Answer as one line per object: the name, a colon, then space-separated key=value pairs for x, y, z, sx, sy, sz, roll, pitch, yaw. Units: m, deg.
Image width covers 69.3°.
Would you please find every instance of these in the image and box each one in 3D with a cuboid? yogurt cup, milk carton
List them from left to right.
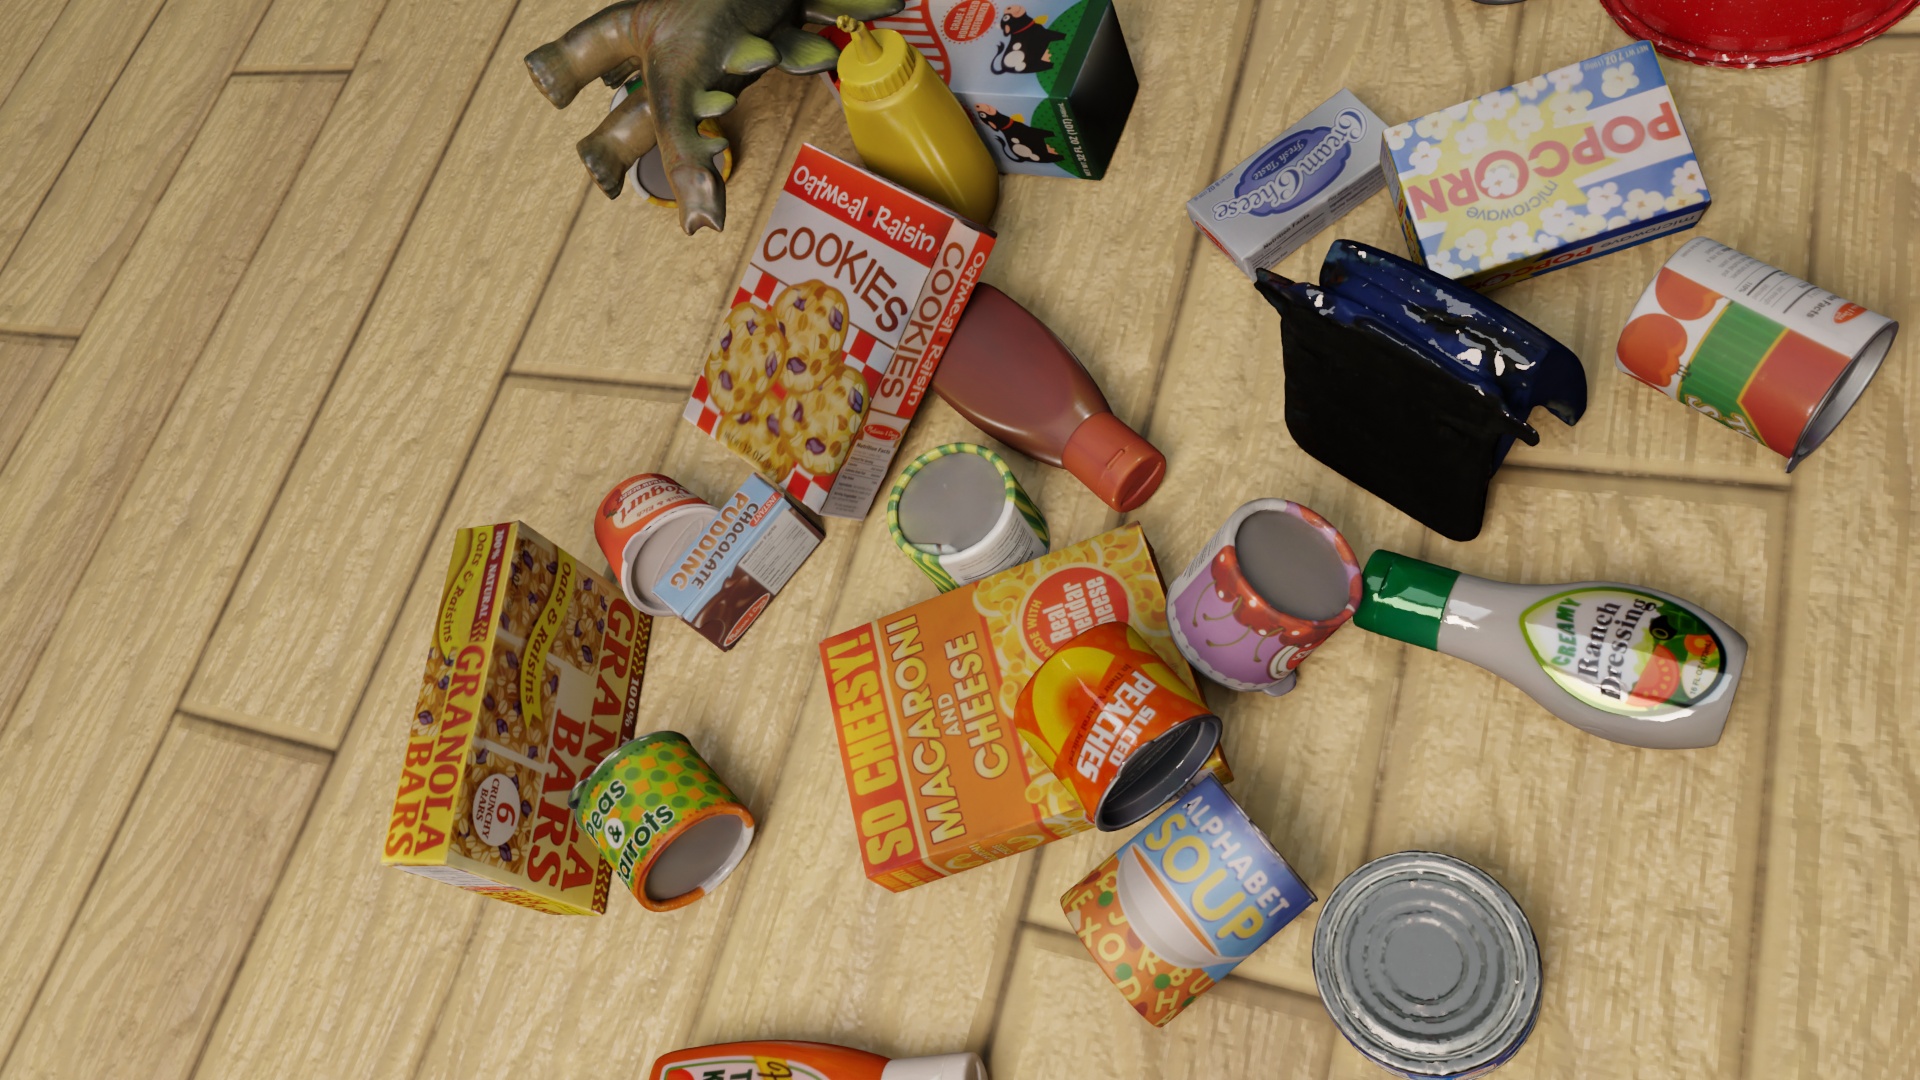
yogurt cup: x=-0.161 y=-0.001 z=0.748 sx=0.072 sy=0.072 sz=0.054 roll=-47 pitch=50 yaw=-5
milk carton: x=-0.003 y=-0.266 z=0.808 sx=0.190 sy=0.072 sz=0.073 roll=12 pitch=70 yaw=27

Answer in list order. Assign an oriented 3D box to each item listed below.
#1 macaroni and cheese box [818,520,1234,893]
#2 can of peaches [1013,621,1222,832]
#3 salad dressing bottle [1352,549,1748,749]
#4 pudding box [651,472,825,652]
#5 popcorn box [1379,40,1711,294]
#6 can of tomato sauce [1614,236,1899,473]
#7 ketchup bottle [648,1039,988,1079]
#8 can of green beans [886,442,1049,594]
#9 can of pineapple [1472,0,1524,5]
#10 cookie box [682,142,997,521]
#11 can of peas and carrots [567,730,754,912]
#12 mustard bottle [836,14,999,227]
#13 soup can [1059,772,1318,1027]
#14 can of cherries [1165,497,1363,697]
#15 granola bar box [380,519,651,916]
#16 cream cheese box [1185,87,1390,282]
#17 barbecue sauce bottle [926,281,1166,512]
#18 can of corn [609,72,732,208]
macaroni and cheese box: x=0.027 y=0.078 z=0.646 sx=0.166 sy=0.040 sz=0.124 roll=-21 pitch=60 yaw=11
can of peaches: x=0.063 y=0.075 z=0.568 sx=0.071 sy=0.071 sz=0.058 roll=-41 pitch=59 yaw=-1
salad dressing bottle: x=0.240 y=0.041 z=0.577 sx=0.148 sy=0.044 sz=0.064 roll=17 pitch=74 yaw=28
pudding box: x=-0.116 y=0.012 z=0.730 sx=0.030 sy=0.049 sz=0.084 roll=34 pitch=82 yaw=33
popcorn box: x=0.274 y=-0.172 z=0.659 sx=0.126 sy=0.038 sz=0.085 roll=-16 pitch=78 yaw=14
can of tomato sauce: x=0.332 y=-0.080 z=0.587 sx=0.071 sy=0.071 sz=0.083 roll=-47 pitch=58 yaw=-5
ketchup bottle: x=-0.062 y=0.246 z=0.598 sx=0.149 sy=0.043 sz=0.065 roll=-12 pitch=62 yaw=16
can of green beans: x=0.004 y=-0.007 z=0.687 sx=0.071 sy=0.057 sz=0.071 roll=-9 pitch=62 yaw=18
can of pineapple: x=0.288 y=-0.325 z=0.723 sx=0.071 sy=0.071 sz=0.058 roll=-3 pitch=64 yaw=21
cookie box: x=-0.067 y=-0.113 z=0.742 sx=0.123 sy=0.040 sz=0.167 roll=34 pitch=104 yaw=34
can of peas and carrots: x=-0.144 y=0.135 z=0.669 sx=0.071 sy=0.070 sz=0.059 roll=-47 pitch=59 yaw=-5
mustard bottle: x=-0.028 y=-0.225 z=0.747 sx=0.065 sy=0.159 sz=0.049 roll=16 pitch=72 yaw=26
soup can: x=0.092 y=0.146 z=0.568 sx=0.084 sy=0.071 sz=0.071 roll=-40 pitch=58 yaw=0
can of cherries: x=0.133 y=0.025 z=0.603 sx=0.071 sy=0.058 sz=0.072 roll=11 pitch=53 yaw=-16
granola bar box: x=-0.212 y=0.091 z=0.686 sx=0.039 sy=0.124 sz=0.166 roll=-6 pitch=63 yaw=20
cream cheese box: x=0.176 y=-0.185 z=0.725 sx=0.104 sy=0.024 sz=0.053 roll=-36 pitch=59 yaw=2
barbecue sauce bottle: x=0.042 y=-0.071 z=0.712 sx=0.065 sy=0.043 sz=0.149 roll=-48 pitch=58 yaw=2
can of corn: x=-0.180 y=-0.254 z=0.879 sx=0.071 sy=0.071 sz=0.058 roll=-28 pitch=59 yaw=7
